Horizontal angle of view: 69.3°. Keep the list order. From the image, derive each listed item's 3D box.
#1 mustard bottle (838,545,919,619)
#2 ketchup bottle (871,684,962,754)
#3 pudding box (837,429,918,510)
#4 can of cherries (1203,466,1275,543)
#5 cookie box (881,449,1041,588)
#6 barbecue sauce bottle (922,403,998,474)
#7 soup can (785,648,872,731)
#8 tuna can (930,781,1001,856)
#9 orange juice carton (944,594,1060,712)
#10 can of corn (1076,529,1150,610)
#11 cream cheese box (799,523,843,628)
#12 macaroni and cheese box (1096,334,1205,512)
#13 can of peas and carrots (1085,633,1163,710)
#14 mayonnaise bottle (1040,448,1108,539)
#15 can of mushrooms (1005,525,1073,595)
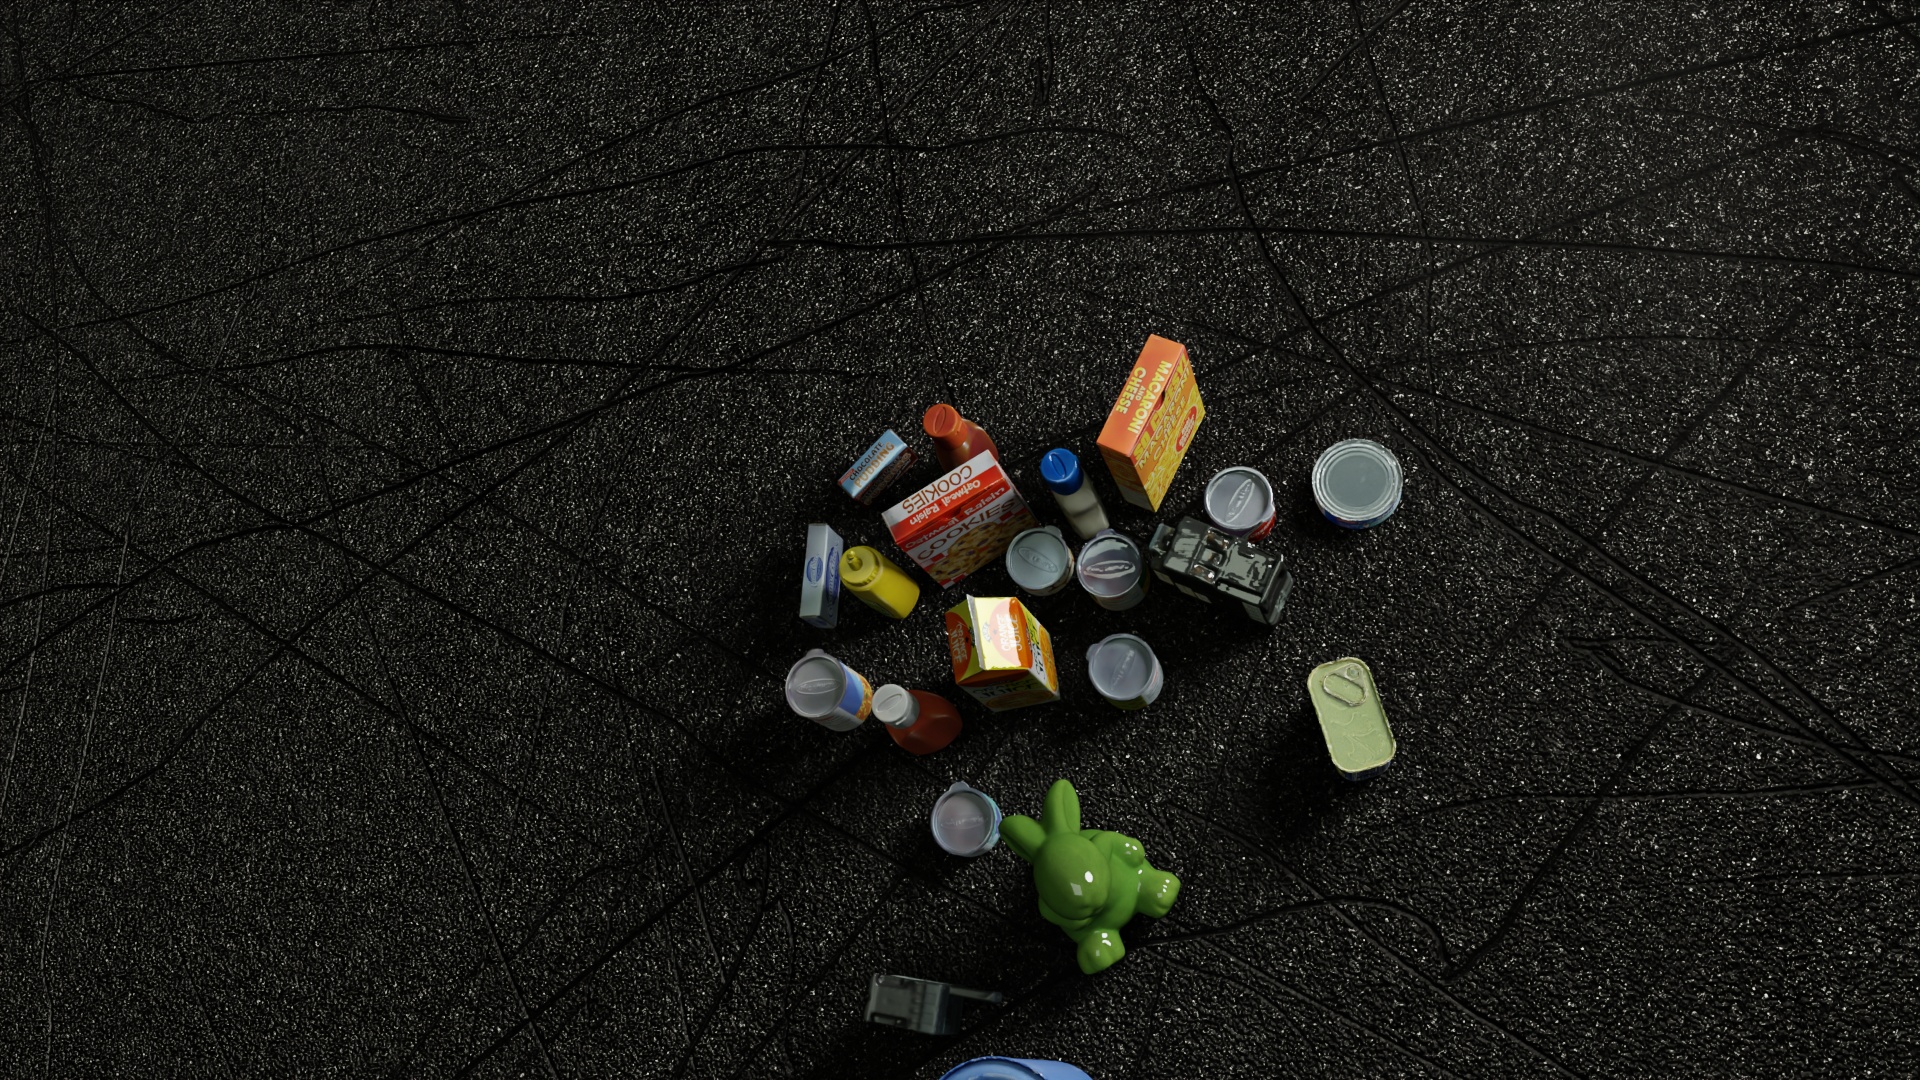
[{"bbox_3d":[-0.091,0.038,1.416,0.065,0.160,0.049,25,81,22],"label":"mustard bottle"},{"bbox_3d":[-0.046,0.174,1.364,0.065,0.148,0.043,-33,67,4],"label":"ketchup bottle"},{"bbox_3d":[-0.090,-0.077,1.514,0.084,0.049,0.030,-45,66,-2],"label":"pudding box"},{"bbox_3d":[0.282,-0.032,1.387,0.071,0.058,0.071,-5,71,15],"label":"can of cherries"},{"bbox_3d":[0.005,-0.018,1.403,0.123,0.167,0.040,-32,67,5],"label":"cookie box"},{"bbox_3d":[0.000,-0.097,1.441,0.044,0.148,0.065,12,77,20],"label":"barbecue sauce bottle"},{"bbox_3d":[-0.134,0.155,1.431,0.071,0.083,0.071,-5,71,15],"label":"soup can"},{"bbox_3d":[0.006,0.277,1.378,0.071,0.032,0.071,-5,71,15],"label":"tuna can"},{"bbox_3d":[0.038,0.109,1.338,0.073,0.192,0.072,-13,70,12],"label":"orange juice carton"},{"bbox_3d":[0.155,0.030,1.403,0.071,0.058,0.071,-5,71,15],"label":"can of corn"},{"bbox_3d":[-0.148,0.039,1.491,0.024,0.053,0.104,-1,72,16],"label":"cream cheese box"},{"bbox_3d":[0.193,-0.113,1.381,0.040,0.166,0.124,24,80,22],"label":"macaroni and cheese box"},{"bbox_3d":[0.161,0.129,1.368,0.071,0.058,0.071,-5,71,15],"label":"can of peas and carrots"},{"bbox_3d":[0.113,-0.050,1.393,0.041,0.148,0.065,-29,67,6],"label":"mayonnaise bottle"},{"bbox_3d":[0.084,0.021,1.440,0.071,0.033,0.071,-5,71,15],"label":"can of mushrooms"}]
